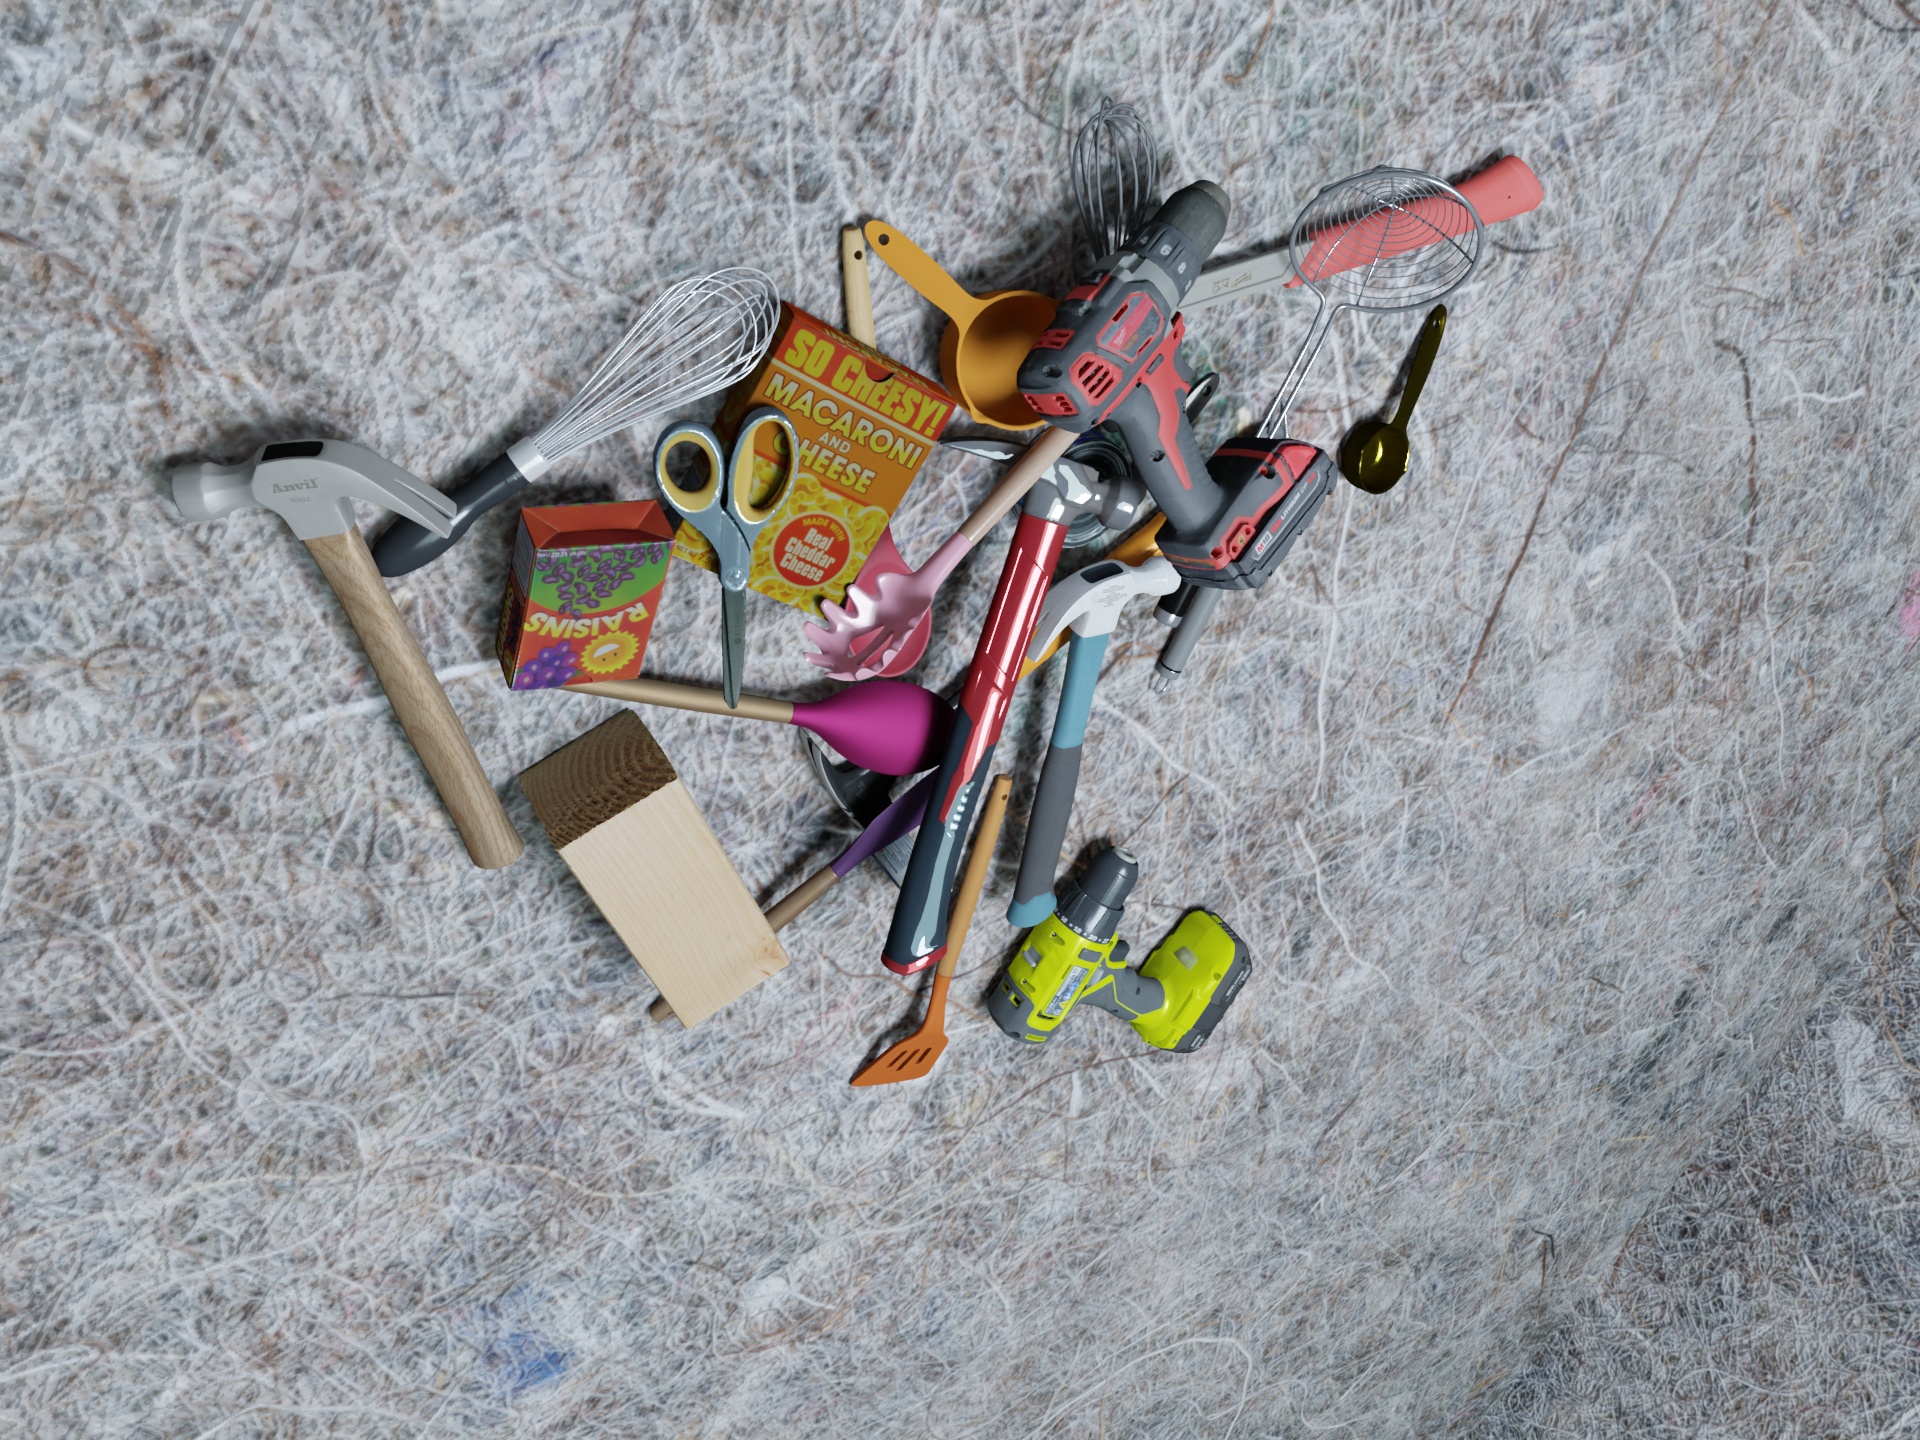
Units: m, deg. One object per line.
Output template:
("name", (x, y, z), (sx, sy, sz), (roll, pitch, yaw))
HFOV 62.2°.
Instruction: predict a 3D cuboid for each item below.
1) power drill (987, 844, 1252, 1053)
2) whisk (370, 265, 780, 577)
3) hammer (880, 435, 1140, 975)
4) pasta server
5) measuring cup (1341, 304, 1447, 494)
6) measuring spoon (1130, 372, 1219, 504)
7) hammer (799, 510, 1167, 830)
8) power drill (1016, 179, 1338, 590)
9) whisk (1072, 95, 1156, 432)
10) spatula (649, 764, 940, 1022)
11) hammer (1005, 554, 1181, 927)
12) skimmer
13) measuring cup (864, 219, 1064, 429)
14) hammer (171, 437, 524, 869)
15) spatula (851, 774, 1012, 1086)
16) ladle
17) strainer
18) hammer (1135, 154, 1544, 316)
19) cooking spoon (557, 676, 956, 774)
("power drill", (0.154, 0.212, 1.434), (0.228, 0.080, 0.190), (19, 109, -39))
("whisk", (-0.223, -0.170, 0.918), (0.284, 0.070, 0.070), (-36, 134, -2))
("hammer", (-0.002, -0.004, 1.117), (0.143, 0.038, 0.386), (15, 102, -12))
("pasta server", (0.019, -0.142, 1.036), (0.316, 0.060, 0.040), (-47, 153, -7))
("measuring cup", (0.349, -0.259, 1.276), (0.062, 0.029, 0.156), (13, 100, -40))
("measuring spoon", (0.154, -0.205, 1.176), (0.124, 0.018, 0.034), (-51, 134, 6))
("hammer", (0.035, -0.048, 1.195), (0.337, 0.034, 0.127), (-40, 136, -5))
("power drill", (0.154, -0.216, 1.038), (0.226, 0.080, 0.188), (46, 73, -32))
("whisk", (0.102, -0.296, 1.061), (0.055, 0.055, 0.238), (-24, 136, -19))
("spatula", (-0.112, 0.129, 1.197), (0.316, 0.018, 0.059), (-39, 152, 7))
("hammer", (0.082, 0.027, 1.238), (0.128, 0.033, 0.330), (-12, 129, -31))
("skimmer", (0.233, -0.214, 1.126), (0.127, 0.090, 0.363), (20, 112, -15))
("measuring cup", (-0.001, -0.259, 1.016), (0.173, 0.052, 0.095), (37, 92, -24))
("hammer", (-0.325, -0.026, 0.942), (0.130, 0.031, 0.331), (-9, 135, 3))
("spatula", (-0.013, 0.187, 1.338), (0.081, 0.041, 0.322), (1, 115, -36))
("ladle", (-0.058, -0.168, 1.050), (0.069, 0.031, 0.315), (-22, 129, -25))
("strainer", (0.213, -0.128, 1.260), (0.087, 0.050, 0.258), (-7, 129, -49))
("hammer", (0.277, -0.335, 1.157), (0.359, 0.037, 0.149), (-22, 131, -20))
("cooking spoon", (-0.140, -0.008, 1.083), (0.318, 0.017, 0.068), (9, 100, -29))
